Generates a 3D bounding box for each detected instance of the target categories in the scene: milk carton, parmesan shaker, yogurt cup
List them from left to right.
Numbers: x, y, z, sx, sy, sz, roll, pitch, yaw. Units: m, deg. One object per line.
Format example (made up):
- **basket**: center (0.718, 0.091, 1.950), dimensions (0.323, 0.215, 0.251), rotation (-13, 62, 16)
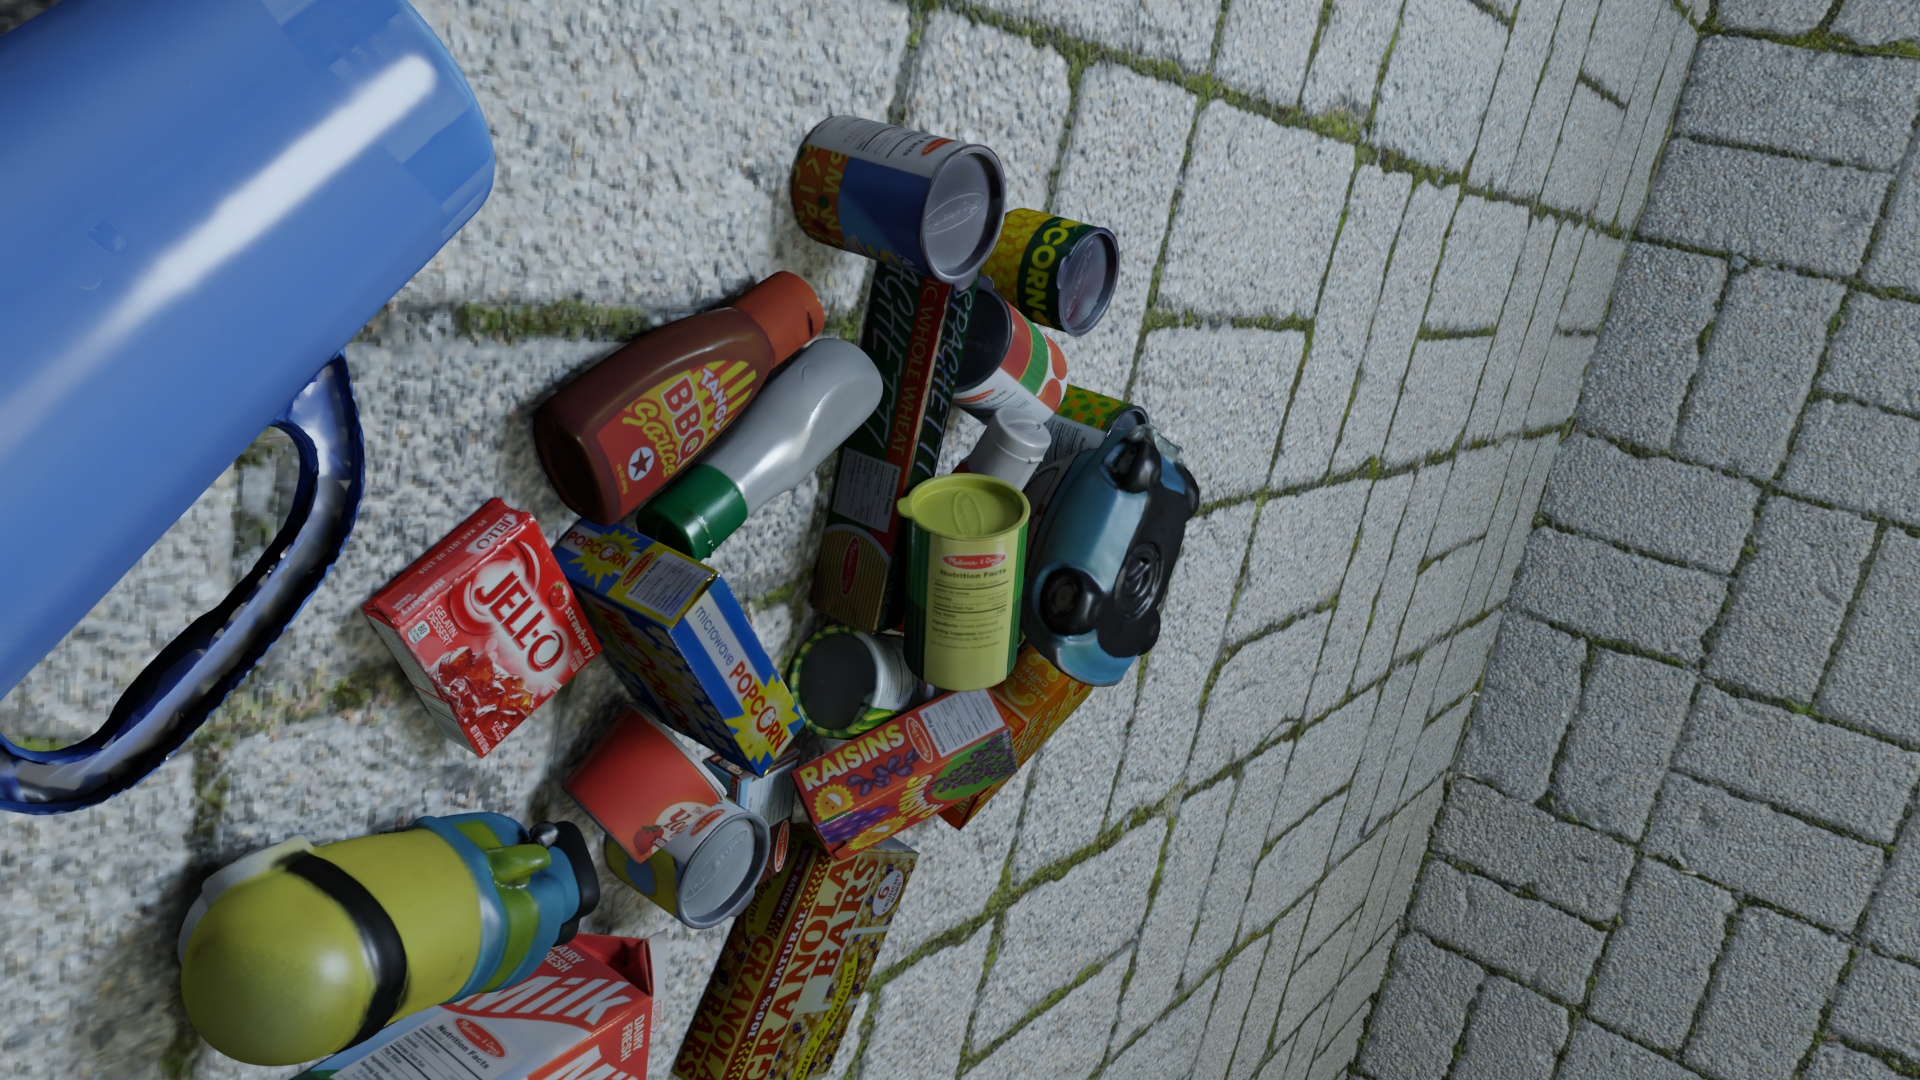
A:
- **milk carton**: center (-0.215, 0.257, 0.670), dimensions (0.191, 0.073, 0.072), rotation (-22, 127, -51)
- **yogurt cup**: center (-0.158, 0.121, 0.684), dimensions (0.054, 0.072, 0.072), rotation (-45, 143, -19)
- **parmesan shaker**: center (-0.001, 0.023, 0.765), dimensions (0.071, 0.071, 0.102), rotation (-34, 139, -43)

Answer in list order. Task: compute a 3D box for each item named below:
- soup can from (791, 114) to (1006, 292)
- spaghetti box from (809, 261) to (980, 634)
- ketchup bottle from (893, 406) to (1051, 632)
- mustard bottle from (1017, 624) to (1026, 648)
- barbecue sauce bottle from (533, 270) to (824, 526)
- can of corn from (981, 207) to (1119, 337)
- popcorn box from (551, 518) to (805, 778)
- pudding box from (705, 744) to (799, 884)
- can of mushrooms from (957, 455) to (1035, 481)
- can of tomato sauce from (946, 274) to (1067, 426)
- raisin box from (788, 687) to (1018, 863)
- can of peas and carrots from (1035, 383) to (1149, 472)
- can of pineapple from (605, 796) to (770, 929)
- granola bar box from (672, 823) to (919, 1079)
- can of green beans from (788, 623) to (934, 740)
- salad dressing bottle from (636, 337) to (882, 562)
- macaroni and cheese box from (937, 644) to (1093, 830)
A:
- **soup can**: center (-0.030, -0.165, 0.679), dimensions (0.072, 0.084, 0.071), rotation (-35, 136, -42)
- **spaghetti box**: center (-0.034, -0.072, 0.765), dimensions (0.029, 0.050, 0.249), rotation (-10, 117, -57)
- **ketchup bottle**: center (0.003, -0.010, 0.816), dimensions (0.065, 0.043, 0.148), rotation (-9, 139, -48)
- **mustard bottle**: center (0.045, 0.017, 0.944), dimensions (0.161, 0.049, 0.065), rotation (-51, 150, -25)
- **barbecue sauce bottle**: center (-0.123, -0.072, 0.632), dimensions (0.149, 0.044, 0.064), rotation (-45, 149, -34)
- **can of corn**: center (0.053, -0.162, 0.834), dimensions (0.071, 0.058, 0.070), rotation (-35, 137, -42)
- **popcorn box**: center (-0.133, 0.051, 0.655), dimensions (0.038, 0.085, 0.126), rotation (-52, 145, -26)
- **pudding box**: center (-0.122, 0.158, 0.793), dimensions (0.050, 0.030, 0.083), rotation (-22, 127, -52)
- **can of mushrooms**: center (0.019, -0.022, 0.896), dimensions (0.071, 0.033, 0.070), rotation (-35, 135, -43)
- **can of tomato sauce**: center (0.018, -0.106, 0.809), dimensions (0.083, 0.071, 0.071), rotation (26, 87, -60)
- **raisin box**: center (-0.030, 0.135, 0.808), dimensions (0.123, 0.040, 0.085), rotation (-26, 155, -8)
- **can of peas and carrots**: center (0.089, -0.069, 0.949), dimensions (0.071, 0.059, 0.070), rotation (-36, 138, -42)
- **can of pineapple**: center (-0.144, 0.164, 0.736), dimensions (0.071, 0.058, 0.070), rotation (-35, 136, -42)
- **granola bar box**: center (-0.100, 0.266, 0.887), dimensions (0.124, 0.039, 0.165), rotation (25, 87, -59)
- **can of green beans**: center (-0.058, 0.084, 0.811), dimensions (0.058, 0.071, 0.071), rotation (20, 92, -58)
- **salad dressing bottle**: center (-0.096, -0.043, 0.677), dimensions (0.148, 0.044, 0.064), rotation (-49, 168, -38)
- **macaroni and cheese box**: center (0.050, 0.116, 0.984), dimensions (0.167, 0.040, 0.123), rotation (-41, 162, -37)
